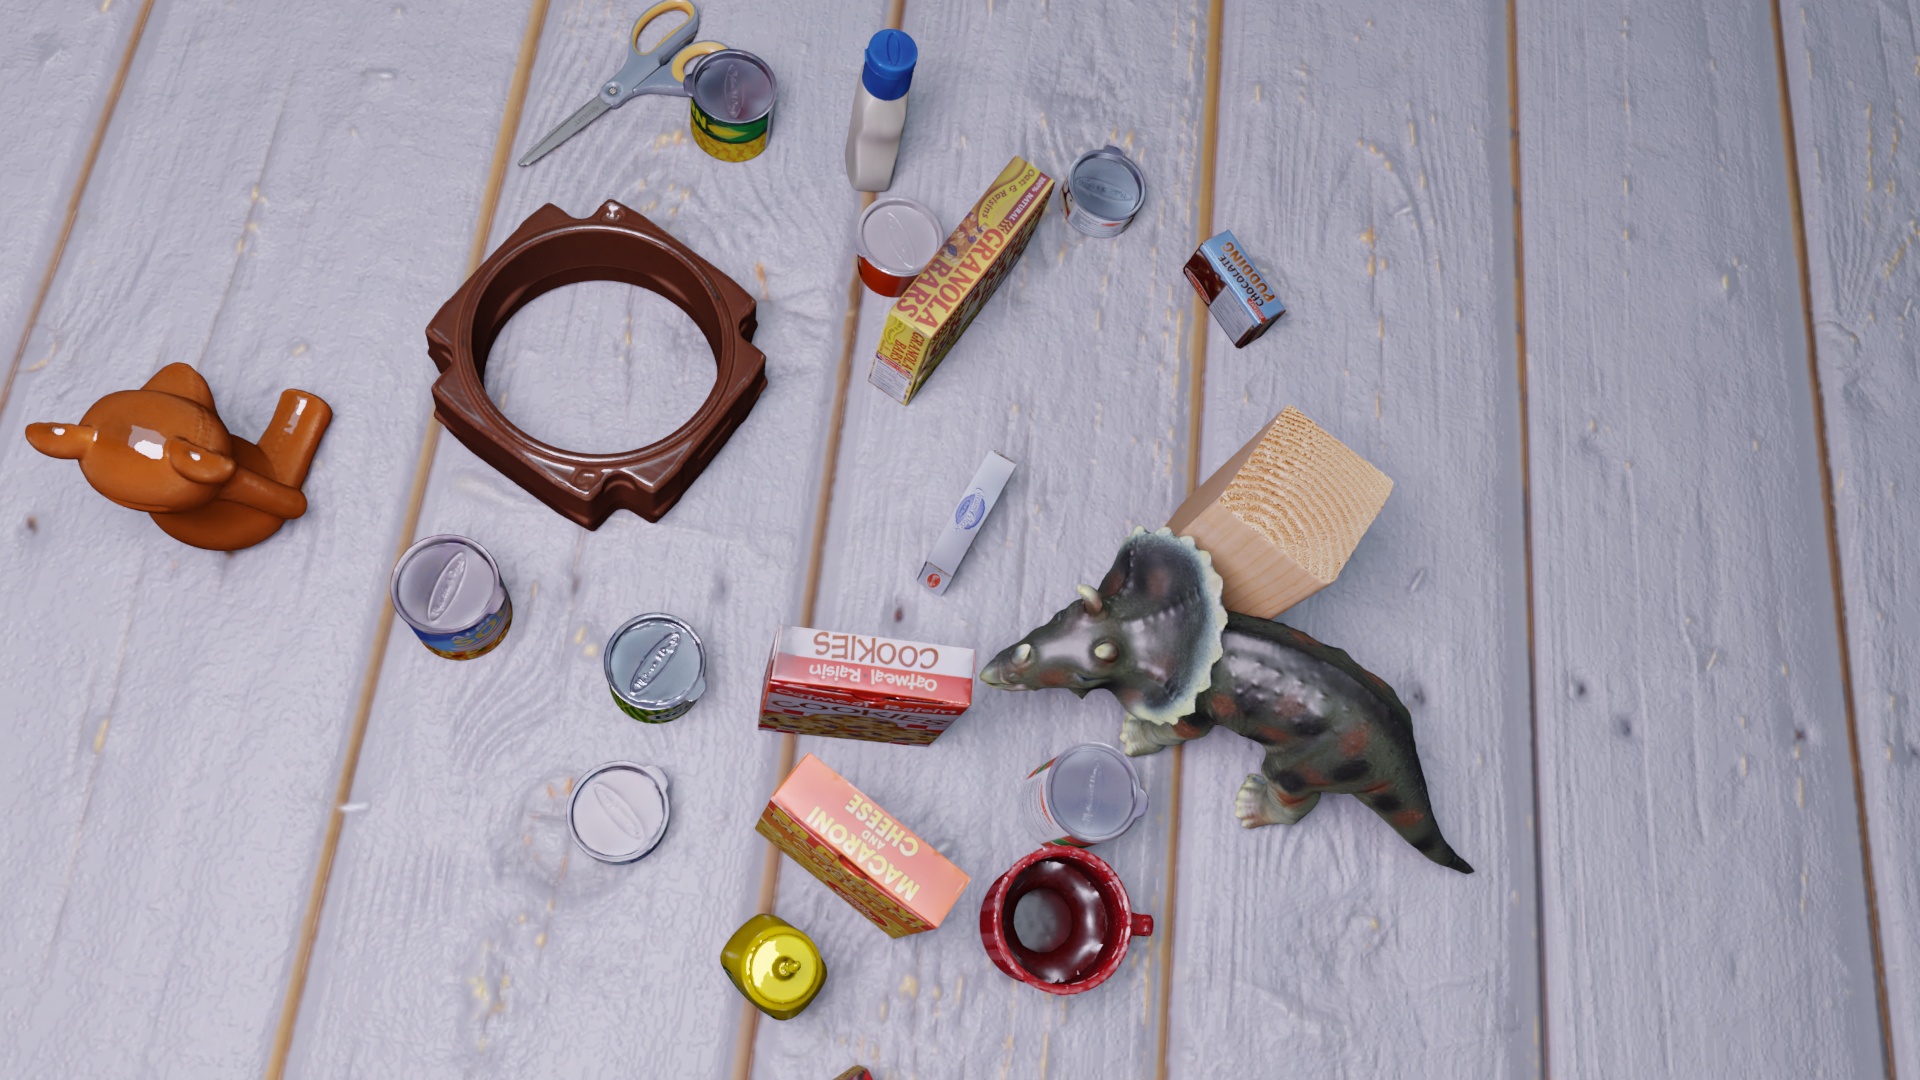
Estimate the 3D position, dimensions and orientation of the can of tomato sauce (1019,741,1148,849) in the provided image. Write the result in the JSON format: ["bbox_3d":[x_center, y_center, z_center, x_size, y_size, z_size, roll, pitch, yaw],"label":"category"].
[{"bbox_3d":[0.083,0.178,0.957,0.071,0.082,0.071,3,72,-10],"label":"can of tomato sauce"}]

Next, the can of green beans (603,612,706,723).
[{"bbox_3d":[-0.207,0.088,0.942,0.071,0.057,0.071,3,72,-10],"label":"can of green beans"}]

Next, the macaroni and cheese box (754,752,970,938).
[{"bbox_3d":[-0.067,0.197,0.877,0.124,0.166,0.040,38,70,2],"label":"macaroni and cheese box"}]

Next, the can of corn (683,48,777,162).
[{"bbox_3d":[-0.181,-0.339,1.086,0.071,0.058,0.071,3,72,-10],"label":"can of corn"}]

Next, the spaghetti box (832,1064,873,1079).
[{"bbox_3d":[-0.161,0.405,0.853,0.251,0.050,0.029,-28,80,-18],"label":"spaghetti box"}]

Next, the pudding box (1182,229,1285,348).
[{"bbox_3d":[0.221,-0.204,1.127,0.030,0.049,0.084,-30,80,-18],"label":"pudding box"}]

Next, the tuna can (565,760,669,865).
[{"bbox_3d":[-0.225,0.179,0.922,0.071,0.032,0.071,3,72,-10],"label":"tuna can"}]

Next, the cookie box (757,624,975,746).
[{"bbox_3d":[-0.066,0.100,0.908,0.123,0.167,0.040,7,72,-9],"label":"cookie box"}]

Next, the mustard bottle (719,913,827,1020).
[{"bbox_3d":[-0.113,0.261,0.850,0.065,0.159,0.049,43,70,4],"label":"mustard bottle"}]

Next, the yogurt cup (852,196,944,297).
[{"bbox_3d":[-0.050,-0.224,1.077,0.072,0.053,0.072,3,72,-10],"label":"yogurt cup"}]

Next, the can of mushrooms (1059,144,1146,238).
[{"bbox_3d":[0.117,-0.286,1.141,0.071,0.033,0.071,3,72,-10],"label":"can of mushrooms"}]

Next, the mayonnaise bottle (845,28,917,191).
[{"bbox_3d":[-0.061,-0.328,1.059,0.041,0.147,0.065,1,73,-11],"label":"mayonnaise bottle"}]

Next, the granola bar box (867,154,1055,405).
[{"bbox_3d":[0.000,-0.192,1.039,0.039,0.123,0.166,35,69,1],"label":"granola bar box"}]

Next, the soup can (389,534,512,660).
[{"bbox_3d":[-0.332,0.041,0.919,0.071,0.083,0.071,3,72,-10],"label":"soup can"}]

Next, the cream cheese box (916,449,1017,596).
[{"bbox_3d":[0.004,-0.013,1.019,0.024,0.053,0.104,30,69,-1],"label":"cream cheese box"}]
